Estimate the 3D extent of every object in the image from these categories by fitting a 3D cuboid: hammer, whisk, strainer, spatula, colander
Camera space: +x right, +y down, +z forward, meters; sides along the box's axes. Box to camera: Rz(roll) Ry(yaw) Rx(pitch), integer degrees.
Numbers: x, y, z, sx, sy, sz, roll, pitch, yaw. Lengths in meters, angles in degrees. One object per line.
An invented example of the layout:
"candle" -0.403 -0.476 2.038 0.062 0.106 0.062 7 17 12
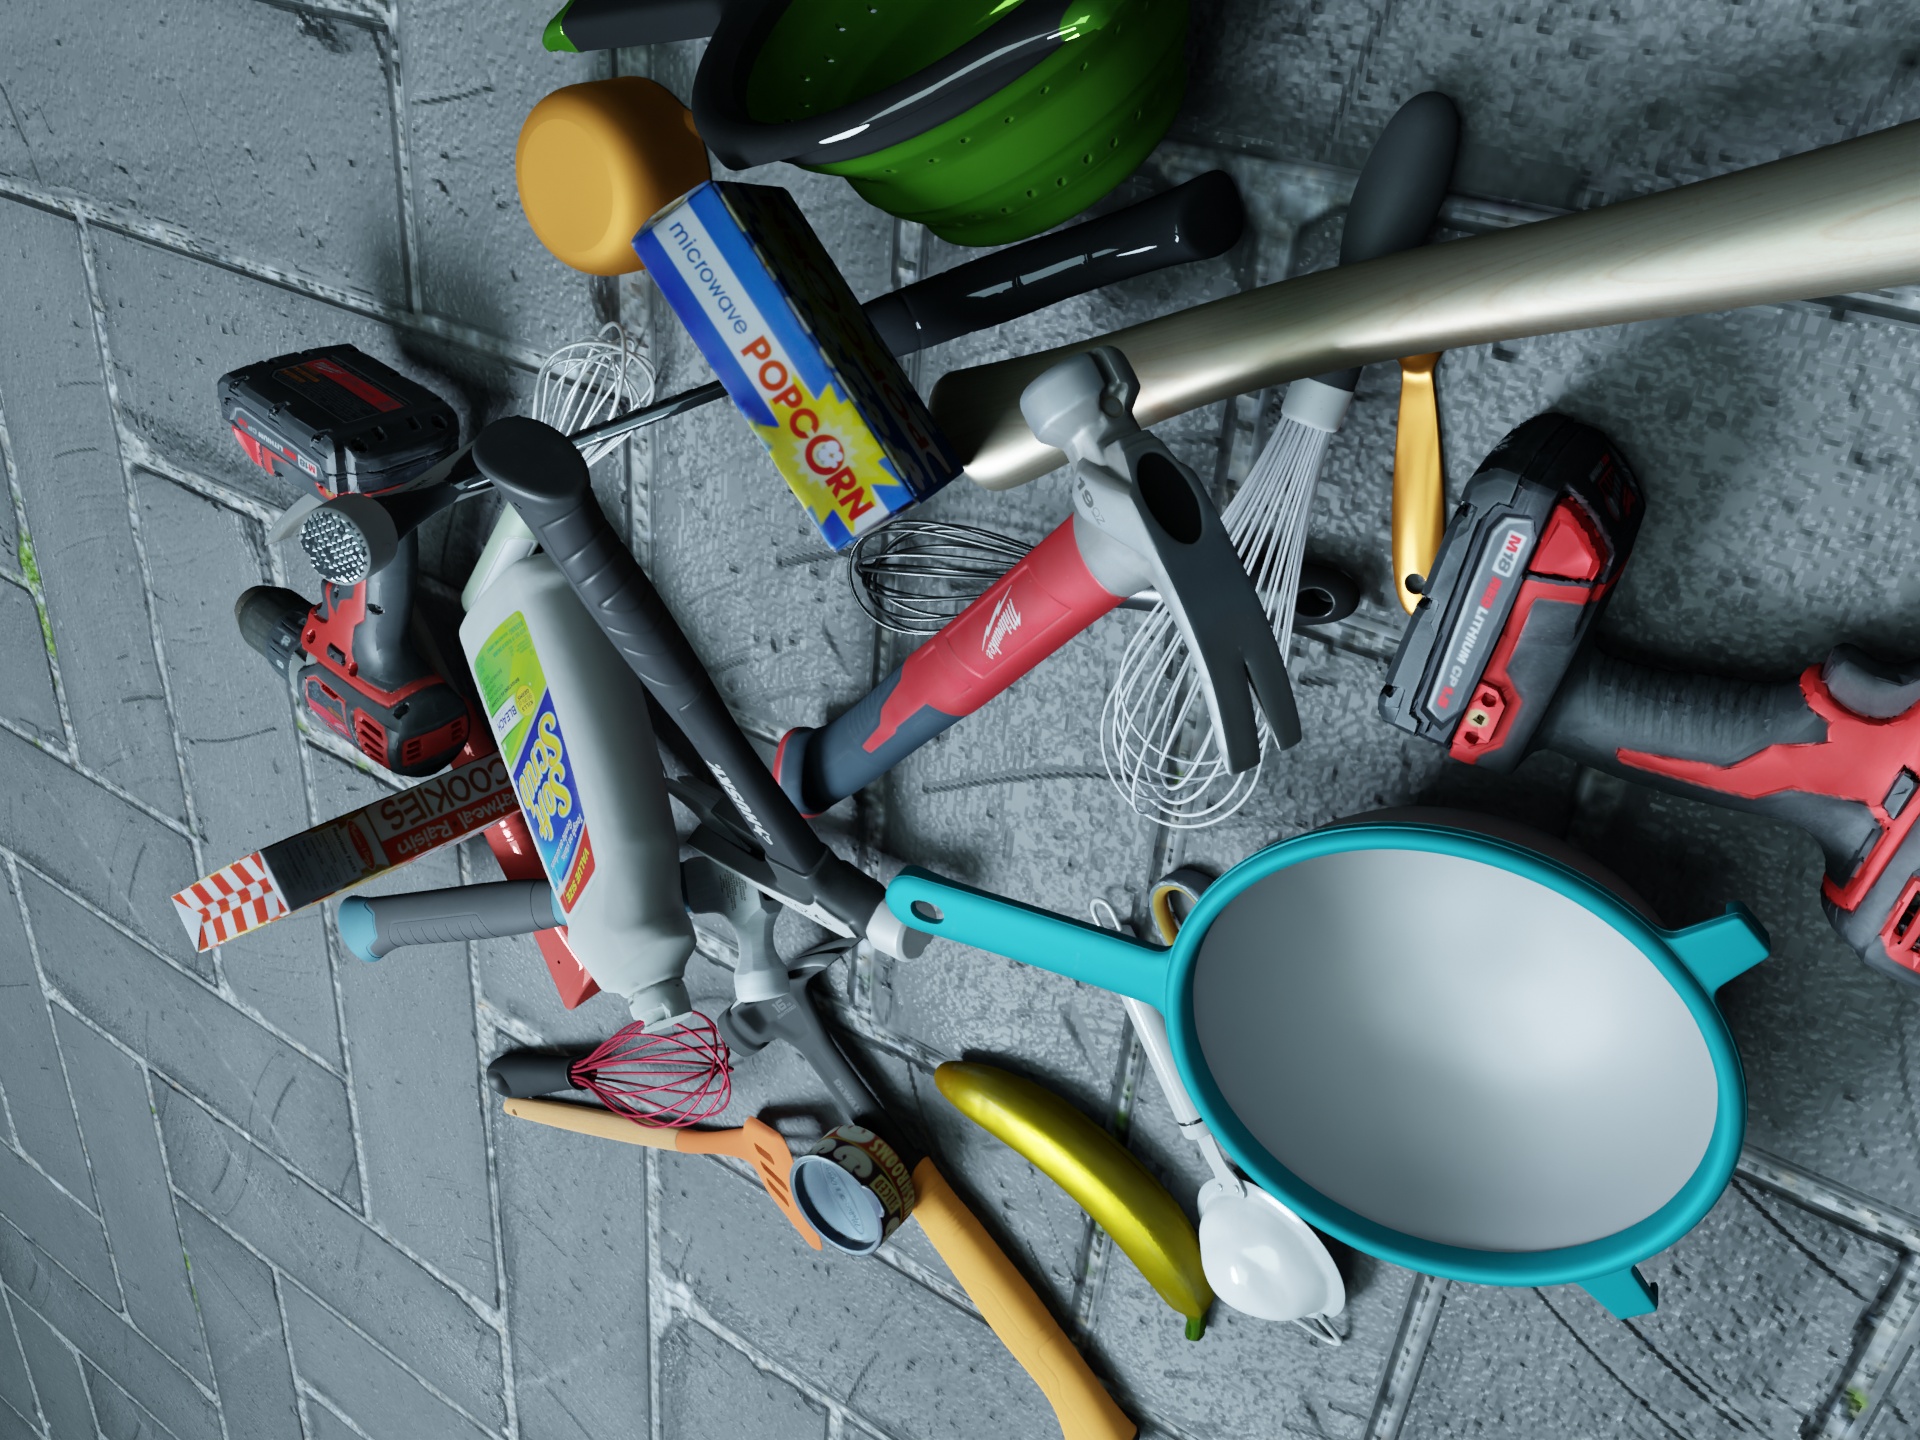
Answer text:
"hammer" -0.316 0.017 1.002 0.149 0.037 0.359 -17 101 41
"whisk" -0.226 -0.125 0.860 0.246 0.057 0.059 -44 48 46
"hammer" -0.006 0.278 0.902 0.337 0.034 0.127 53 133 3
"hammer" 0.156 -0.144 0.506 0.411 0.038 0.146 -4 85 38
"whisk" 0.053 -0.057 0.684 0.239 0.055 0.055 6 115 30
"hammer" -0.001 -0.002 0.667 0.143 0.038 0.386 64 152 6
"strainer" 0.137 0.096 0.650 0.340 0.095 0.210 14 124 24
"spatula" -0.205 0.277 1.046 0.323 0.041 0.081 -2 111 38
"whisk" -0.238 0.230 1.039 0.296 0.073 0.073 -15 102 47
"hammer" -0.081 -0.146 0.668 0.409 0.149 0.036 -14 111 22
"colander" -0.040 -0.257 0.621 0.397 0.204 0.094 20 159 46
"hammer" -0.247 0.110 0.944 0.331 0.033 0.128 -9 86 28
"strainer" 0.117 0.203 0.772 0.087 0.050 0.258 -19 96 56
"hammer" -0.122 -0.006 0.719 0.146 0.035 0.334 21 153 34
"whisk" 0.121 -0.087 0.589 0.070 0.070 0.284 28 112 23

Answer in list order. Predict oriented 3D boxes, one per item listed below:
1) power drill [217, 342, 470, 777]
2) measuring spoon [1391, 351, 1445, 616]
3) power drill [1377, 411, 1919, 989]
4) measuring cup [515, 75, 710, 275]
"power drill" -0.360 -0.094 0.910 0.188 0.080 0.226 31 130 27
"measuring spoon" 0.171 -0.093 0.600 0.021 0.011 0.116 9 117 33
"power drill" 0.267 -0.014 0.528 0.220 0.078 0.143 28 126 20
"measuring cup" -0.148 -0.216 0.748 0.095 0.052 0.173 -23 95 41
